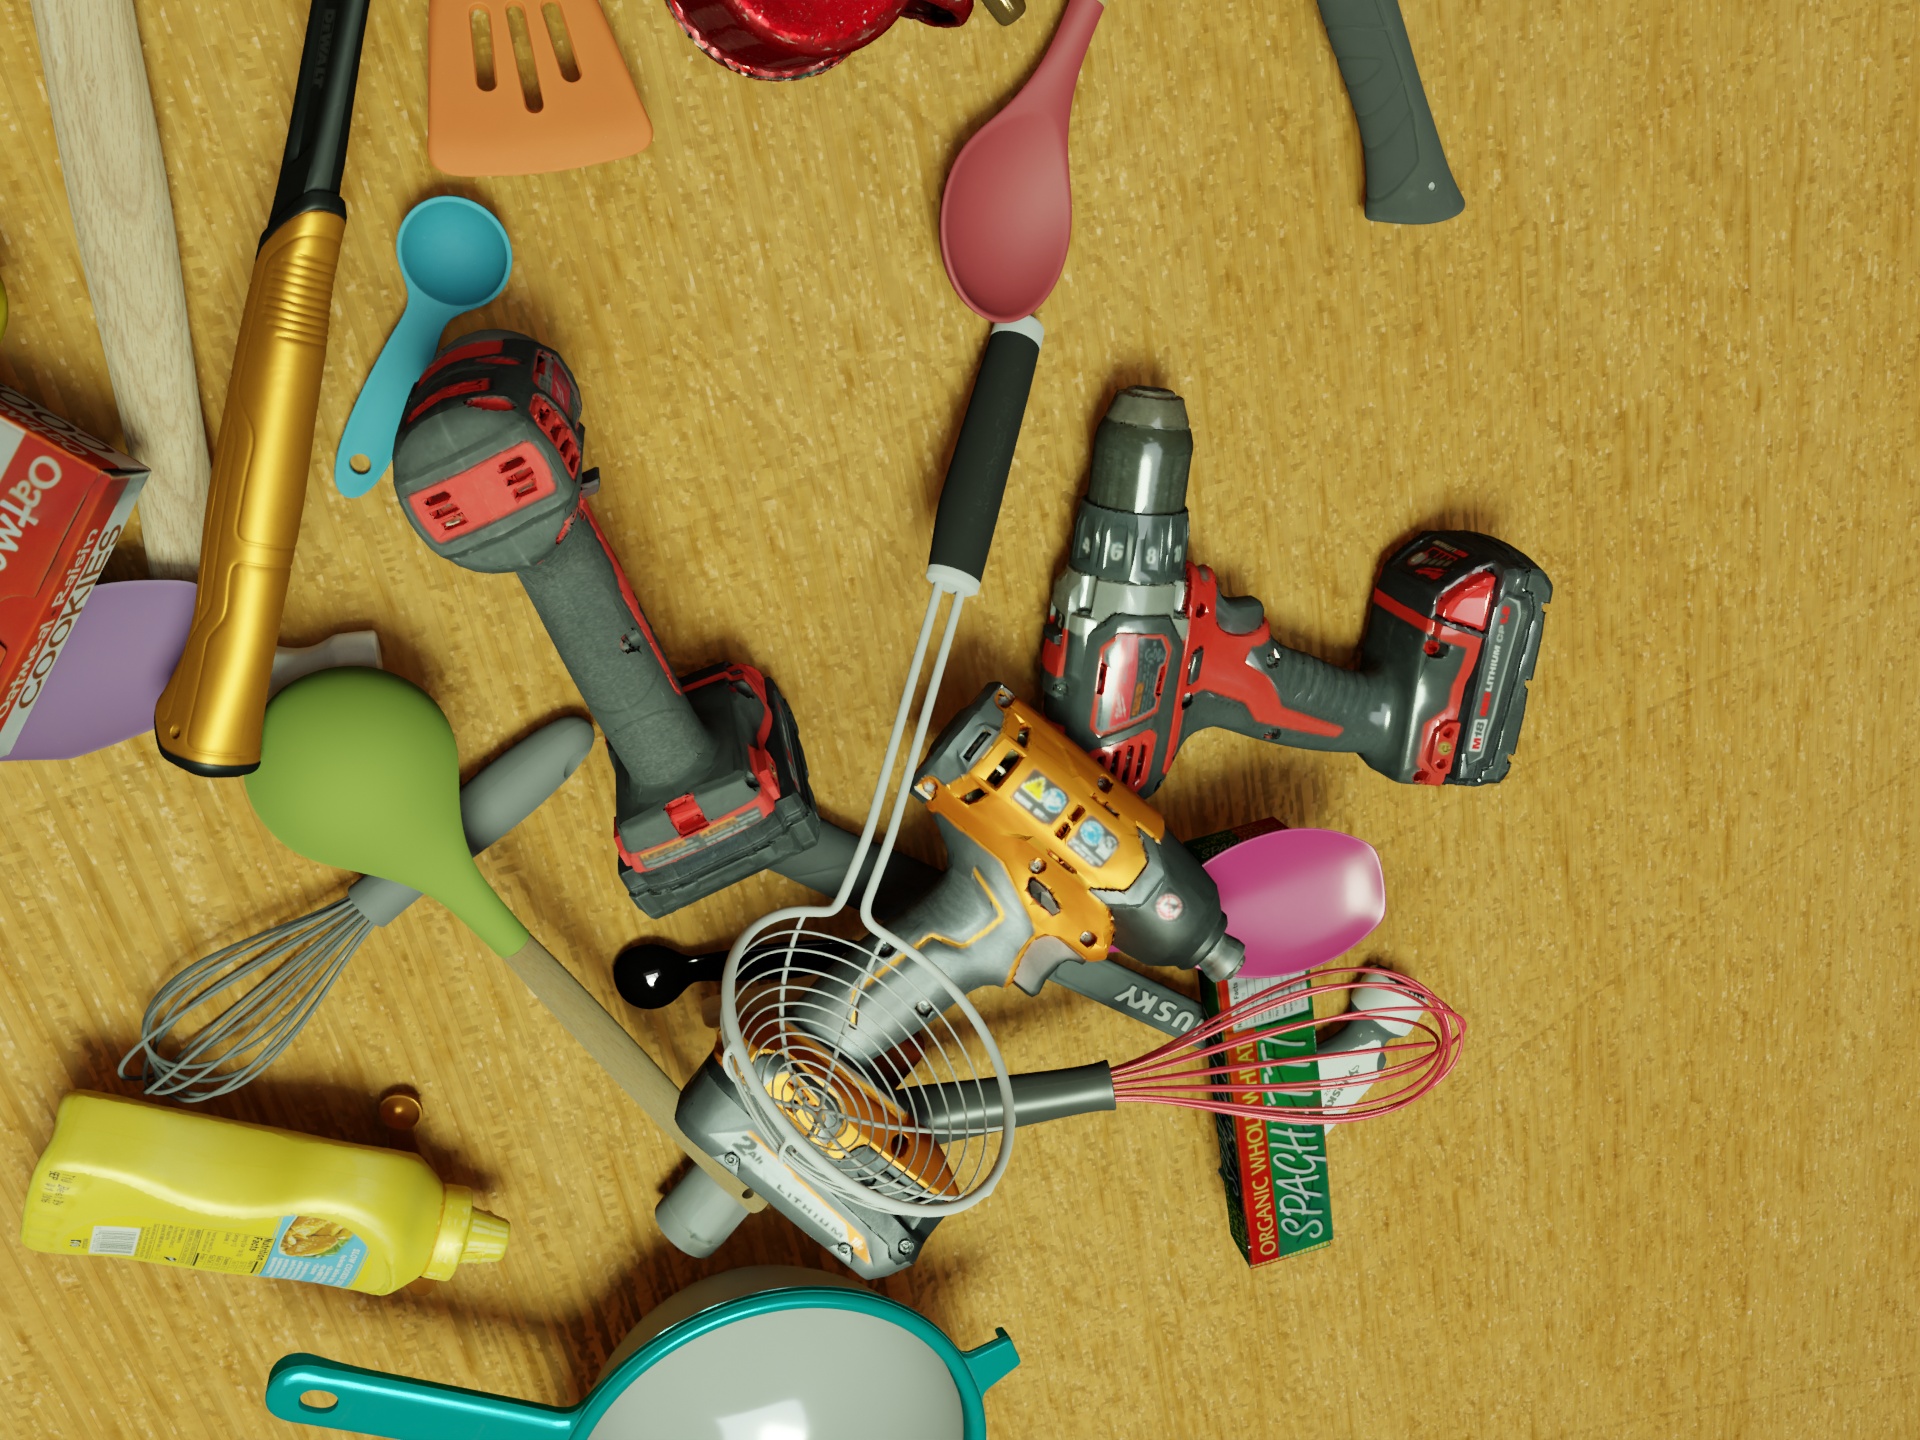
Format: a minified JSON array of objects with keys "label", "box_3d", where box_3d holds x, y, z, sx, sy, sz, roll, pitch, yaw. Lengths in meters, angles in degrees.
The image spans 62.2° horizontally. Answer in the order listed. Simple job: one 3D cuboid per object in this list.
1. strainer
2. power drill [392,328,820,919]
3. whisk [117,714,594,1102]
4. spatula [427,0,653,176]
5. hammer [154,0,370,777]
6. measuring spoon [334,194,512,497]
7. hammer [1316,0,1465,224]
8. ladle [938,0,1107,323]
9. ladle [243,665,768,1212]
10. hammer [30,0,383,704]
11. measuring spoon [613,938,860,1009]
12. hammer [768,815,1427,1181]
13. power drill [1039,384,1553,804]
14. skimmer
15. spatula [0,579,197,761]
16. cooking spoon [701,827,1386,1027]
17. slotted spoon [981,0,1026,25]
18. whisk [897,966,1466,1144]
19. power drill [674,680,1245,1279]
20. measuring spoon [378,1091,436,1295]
[{"label":"strainer","box_3d":[-0.155,0.327,0.767,0.340,0.095,0.211,21,99,-21]},{"label":"power drill","box_3d":[-0.138,-0.045,0.614,0.078,0.143,0.219,-25,121,1]},{"label":"whisk","box_3d":[-0.251,0.076,0.669,0.239,0.055,0.055,-40,116,-5]},{"label":"spatula","box_3d":[-0.171,-0.354,0.537,0.081,0.041,0.322,-11,112,-13]},{"label":"hammer","box_3d":[-0.223,-0.140,0.541,0.034,0.127,0.337,-1,109,-57]},{"label":"measuring spoon","box_3d":[-0.213,-0.144,0.618,0.042,0.021,0.128,26,109,-19]},{"label":"hammer","box_3d":[0.142,-0.349,0.628,0.146,0.035,0.334,-37,121,-11]},{"label":"ladle","box_3d":[0.060,-0.313,0.633,0.069,0.031,0.315,13,104,-41]},{"label":"ladle","box_3d":[-0.174,0.106,0.670,0.078,0.062,0.319,-39,121,-10]},{"label":"hammer","box_3d":[-0.300,-0.153,0.575,0.130,0.031,0.331,-7,111,-16]},{"label":"measuring spoon","box_3d":[-0.098,0.116,0.730,0.124,0.018,0.034,-6,122,0]},{"label":"hammer","box_3d":[0.047,0.123,0.788,0.408,0.036,0.149,27,101,-24]},{"label":"power drill","box_3d":[0.150,-0.053,0.734,0.226,0.080,0.187,1,109,-15]},{"label":"skimmer","box_3d":[-0.001,-0.002,0.609,0.127,0.090,0.363,24,72,-31]},{"label":"spatula","box_3d":[-0.418,0.023,0.591,0.316,0.018,0.059,-24,118,0]},{"label":"cooking spoon","box_3d":[0.039,0.104,0.730,0.319,0.017,0.068,-11,100,-2]},{"label":"slotted spoon","box_3d":[-0.068,-0.387,0.566,0.070,0.031,0.313,-42,118,-2]},{"label":"whisk","box_3d":[0.089,0.166,0.741,0.296,0.073,0.073,-10,113,0]},{"label":"power drill","box_3d":[0.006,0.119,0.679,0.164,0.084,0.226,39,86,-1]},{"label":"measuring spoon","box_3d":[-0.256,0.220,0.741,0.021,0.011,0.116,1,113,-4]}]
